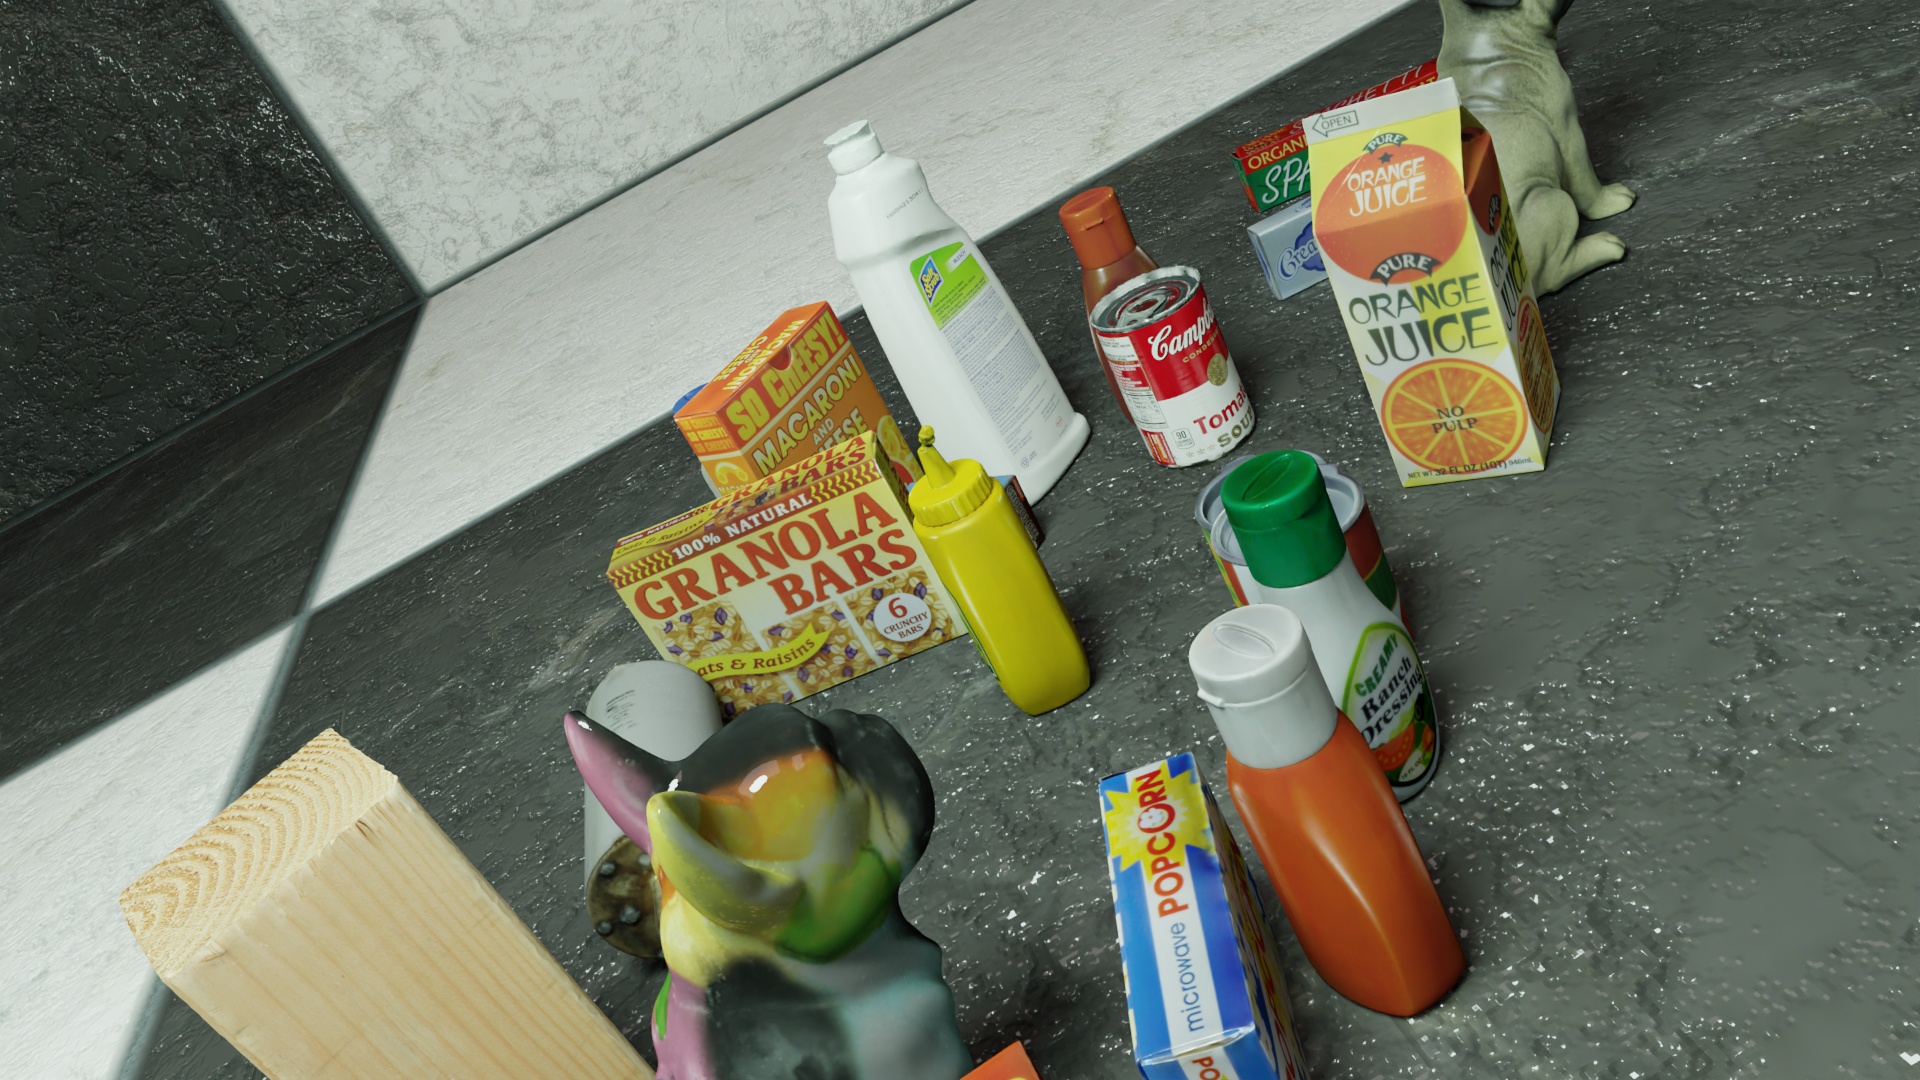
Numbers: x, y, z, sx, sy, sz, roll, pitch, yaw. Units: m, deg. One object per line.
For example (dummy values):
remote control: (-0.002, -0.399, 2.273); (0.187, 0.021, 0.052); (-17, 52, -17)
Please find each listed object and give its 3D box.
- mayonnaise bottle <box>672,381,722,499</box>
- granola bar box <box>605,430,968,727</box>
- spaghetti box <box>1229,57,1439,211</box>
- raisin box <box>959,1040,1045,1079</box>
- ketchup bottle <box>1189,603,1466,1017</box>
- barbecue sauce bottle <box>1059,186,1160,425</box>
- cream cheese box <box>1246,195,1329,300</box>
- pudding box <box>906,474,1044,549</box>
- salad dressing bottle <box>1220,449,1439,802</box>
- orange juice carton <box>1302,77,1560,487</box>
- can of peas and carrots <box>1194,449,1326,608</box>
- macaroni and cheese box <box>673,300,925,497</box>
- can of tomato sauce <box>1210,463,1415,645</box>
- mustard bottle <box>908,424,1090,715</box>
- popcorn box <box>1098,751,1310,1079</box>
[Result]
mayonnaise bottle: (-0.131, -0.032, 0.892); (0.041, 0.147, 0.065); (-44, 31, -27)
granola bar box: (-0.095, 0.025, 0.785); (0.165, 0.123, 0.039); (-22, 27, 11)
spaghetti box: (0.337, -0.330, 1.081); (0.250, 0.050, 0.029); (-22, 28, 11)
raisin box: (0.012, 0.207, 0.376); (0.086, 0.123, 0.040); (-31, 27, -6)
ketchup bottle: (0.117, 0.088, 0.455); (0.044, 0.148, 0.065); (-37, 28, -16)
barbecue sauce bottle: (0.107, -0.147, 0.870); (0.065, 0.148, 0.044); (-22, 28, 13)
cream cheese box: (0.254, -0.211, 0.949); (0.104, 0.053, 0.024); (-26, 27, 4)
pudding box: (0.003, -0.011, 0.839); (0.083, 0.049, 0.030); (-4, 36, 39)
salad dressing bottle: (0.140, 0.035, 0.528); (0.064, 0.147, 0.044); (-42, 30, -25)
orange juice carton: (0.229, -0.126, 0.673); (0.071, 0.192, 0.073); (-8, 33, 35)
can of peas and carrots: (0.154, -0.003, 0.676); (0.071, 0.058, 0.071); (-22, 28, 12)
macaroni and cheese box: (-0.085, -0.043, 0.849); (0.040, 0.166, 0.124); (-5, 35, 38)
can of tomato sauce: (0.156, 0.020, 0.608); (0.071, 0.082, 0.071); (-22, 28, 12)
mustard bottle: (0.013, 0.010, 0.673); (0.049, 0.159, 0.065); (-28, 27, 1)
popcorn box: (0.083, 0.144, 0.461); (0.038, 0.085, 0.127); (-22, 28, 12)
